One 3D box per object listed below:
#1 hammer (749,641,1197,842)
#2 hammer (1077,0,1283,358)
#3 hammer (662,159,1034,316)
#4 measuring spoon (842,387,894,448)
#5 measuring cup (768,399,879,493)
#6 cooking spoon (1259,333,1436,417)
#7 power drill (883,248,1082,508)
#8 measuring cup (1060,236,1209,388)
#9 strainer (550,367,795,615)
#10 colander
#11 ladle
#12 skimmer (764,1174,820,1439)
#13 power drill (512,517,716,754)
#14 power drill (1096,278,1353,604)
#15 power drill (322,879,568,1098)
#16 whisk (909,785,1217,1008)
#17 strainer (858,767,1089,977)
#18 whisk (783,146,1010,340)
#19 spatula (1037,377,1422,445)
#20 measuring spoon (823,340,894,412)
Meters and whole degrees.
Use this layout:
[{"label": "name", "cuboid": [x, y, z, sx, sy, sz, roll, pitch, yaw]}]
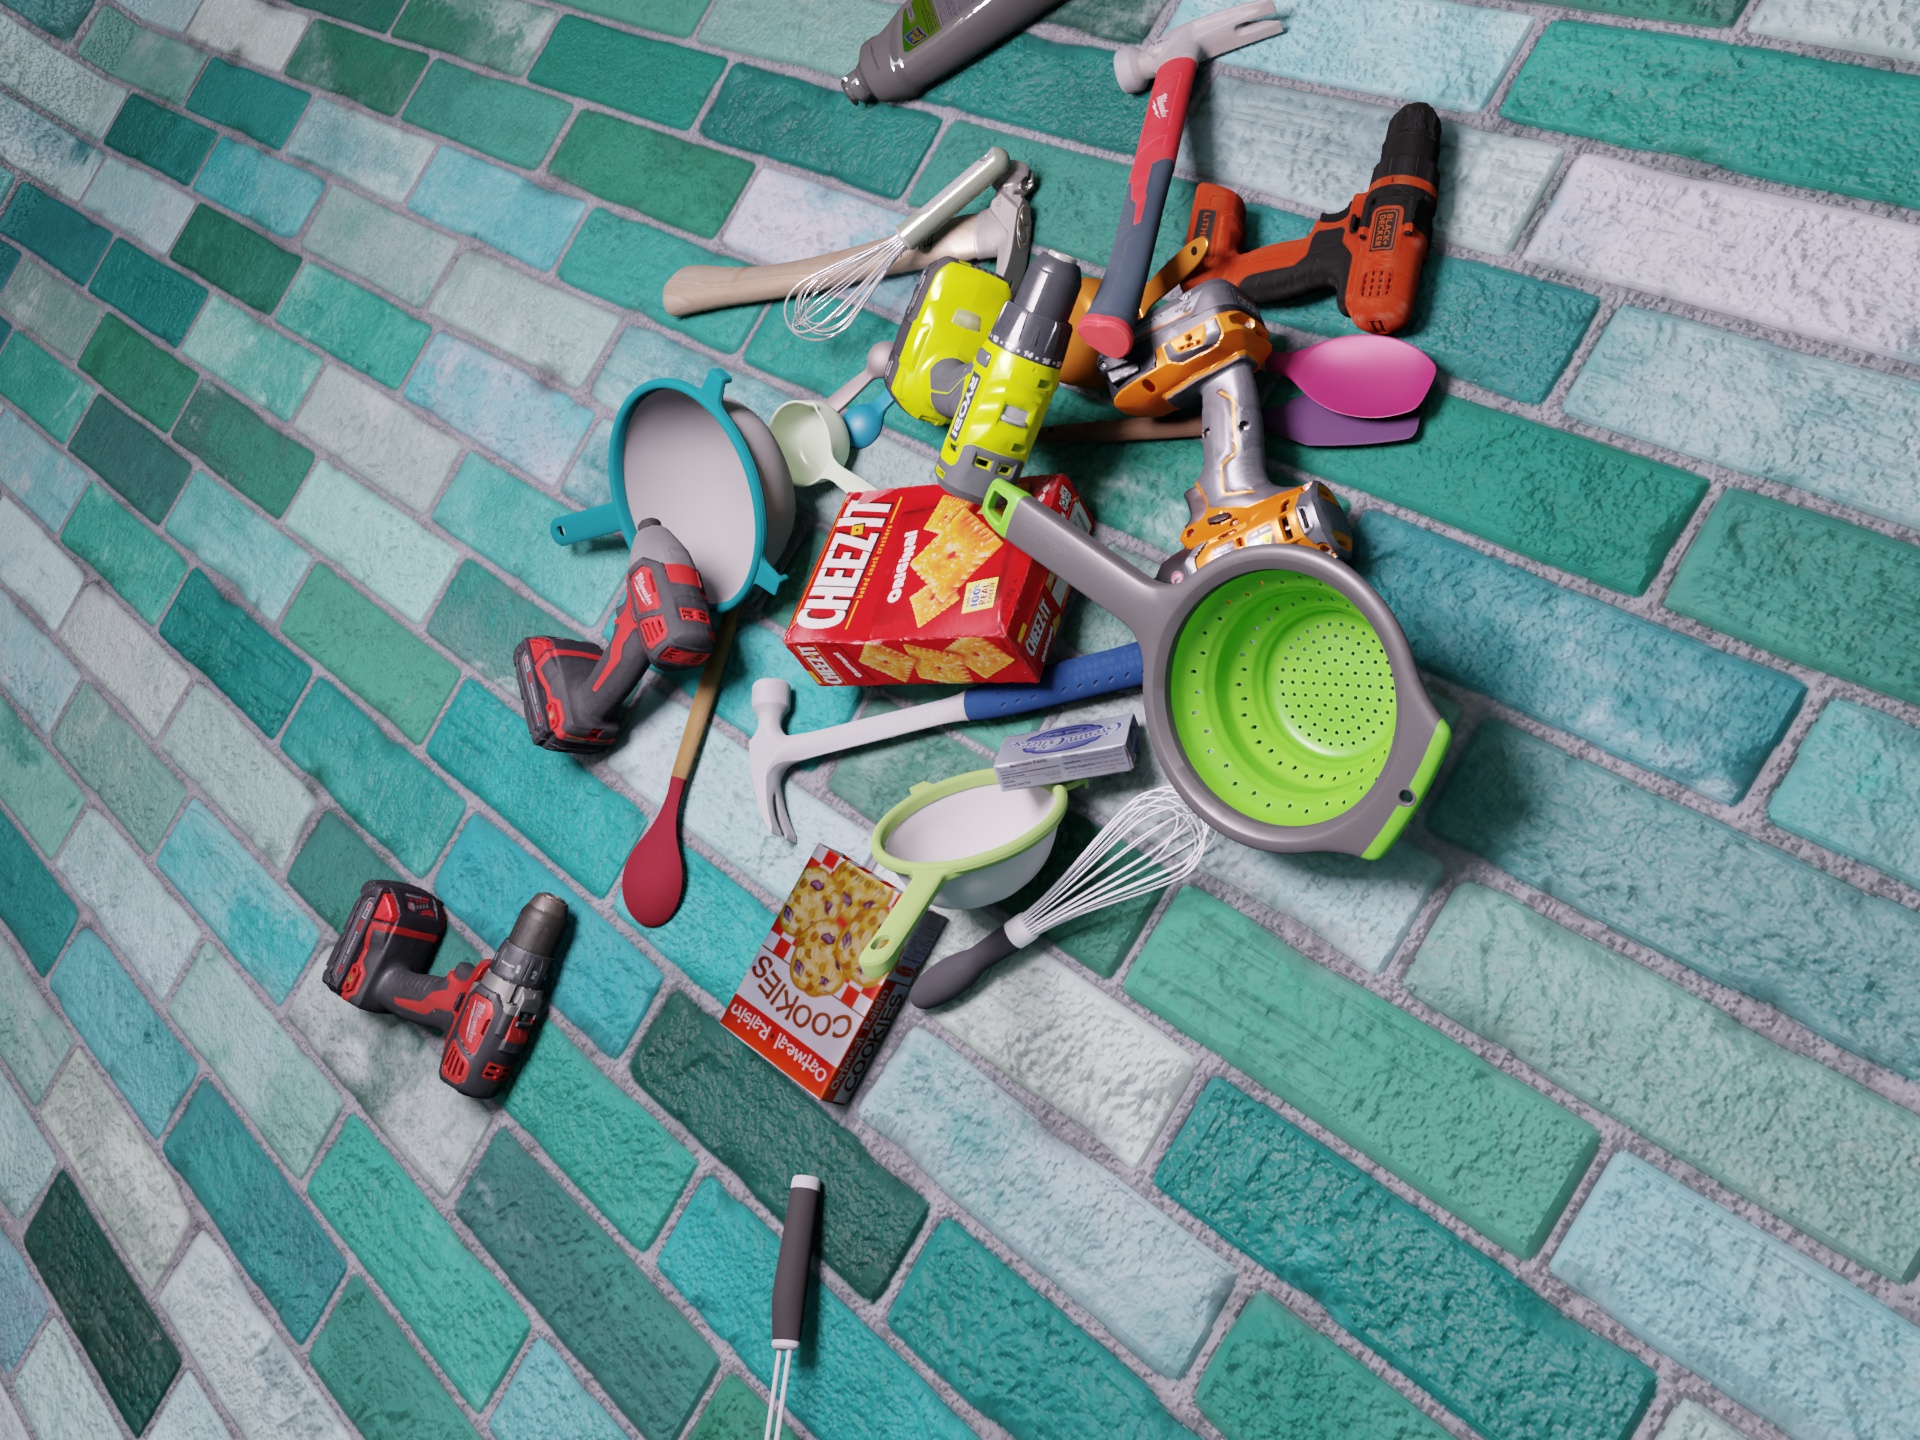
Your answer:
[{"label": "hammer", "cuboid": [-0.002, -0.004, 1.269, 0.405, 0.035, 0.144, -14, 66, 28]}, {"label": "hammer", "cuboid": [0.163, -0.429, 1.243, 0.143, 0.038, 0.387, -8, 50, 30]}, {"label": "hammer", "cuboid": [-0.119, -0.415, 1.492, 0.411, 0.038, 0.146, -1, 74, 33]}, {"label": "measuring spoon", "cuboid": [-0.065, -0.299, 1.422, 0.128, 0.021, 0.042, -49, 55, 10]}, {"label": "measuring cup", "cuboid": [-0.101, -0.223, 1.410, 0.168, 0.038, 0.083, 39, 123, 20]}, {"label": "cooking spoon", "cuboid": [0.218, -0.283, 1.234, 0.319, 0.017, 0.069, 22, 79, 38]}, {"label": "power drill", "cuboid": [0.019, -0.291, 1.256, 0.190, 0.080, 0.229, -68, 24, 19]}, {"label": "measuring cup", "cuboid": [0.123, -0.329, 1.253, 0.173, 0.052, 0.095, -34, 69, 49]}, {"label": "strainer", "cuboid": [-0.258, -0.203, 1.466, 0.340, 0.095, 0.211, -4, 105, 47]}, {"label": "colander", "cuboid": [0.177, -0.064, 1.110, 0.397, 0.094, 0.204, 39, 121, 30]}, {"label": "ladle", "cuboid": [-0.241, 0.028, 1.416, 0.069, 0.031, 0.315, 7, 75, 33]}, {"label": "skimmer", "cuboid": [-0.119, 0.524, 1.157, 0.127, 0.090, 0.364, -13, 56, 31]}, {"label": "power drill", "cuboid": [-0.307, -0.074, 1.423, 0.219, 0.078, 0.143, -37, 61, 35]}, {"label": "power drill", "cuboid": [0.179, -0.190, 1.179, 0.164, 0.084, 0.227, -25, 72, 30]}, {"label": "power drill", "cuboid": [-0.464, 0.218, 1.458, 0.227, 0.080, 0.188, 21, 85, 33]}, {"label": "whisk", "cuboid": [0.069, 0.138, 1.162, 0.284, 0.070, 0.070, -37, 57, 22]}, {"label": "strainer", "cuboid": [-0.005, 0.122, 1.141, 0.151, 0.069, 0.256, -5, 26, 26]}, {"label": "whisk", "cuboid": [-0.056, -0.421, 1.405, 0.246, 0.059, 0.058, -36, 32, 14]}, {"label": "spatula", "cuboid": [0.200, -0.232, 1.234, 0.316, 0.018, 0.060, 2, 66, 32]}, {"label": "measuring spoon", "cuboid": [-0.106, -0.303, 1.453, 0.124, 0.018, 0.034, -38, 57, 16]}]
